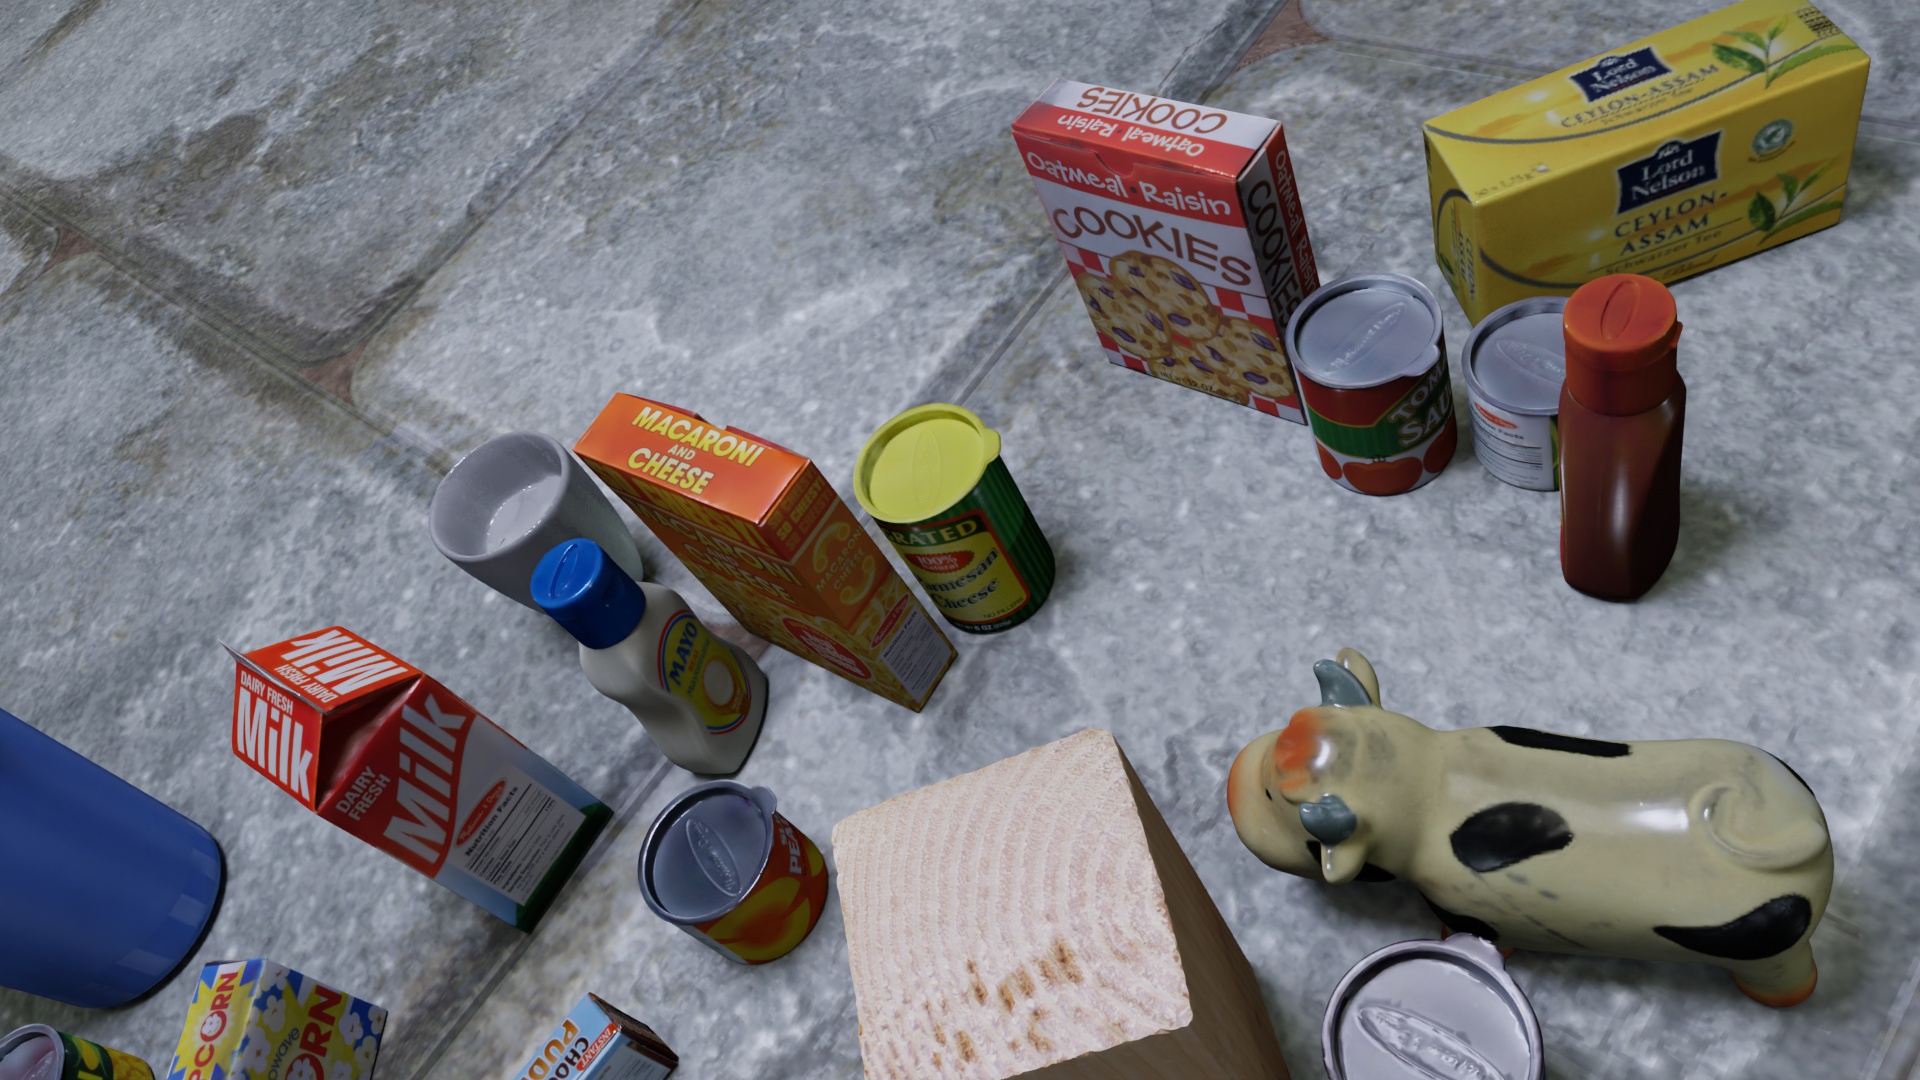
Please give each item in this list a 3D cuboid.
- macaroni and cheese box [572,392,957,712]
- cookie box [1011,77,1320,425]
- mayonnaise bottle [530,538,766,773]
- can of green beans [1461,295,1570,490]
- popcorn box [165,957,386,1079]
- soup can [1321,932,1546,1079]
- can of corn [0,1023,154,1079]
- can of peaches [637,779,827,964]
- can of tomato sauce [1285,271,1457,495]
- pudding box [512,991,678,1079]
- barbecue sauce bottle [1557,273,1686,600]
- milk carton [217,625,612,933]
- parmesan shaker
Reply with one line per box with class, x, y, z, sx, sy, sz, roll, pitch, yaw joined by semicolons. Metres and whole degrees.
macaroni and cheese box;-0.087;0.007;0.649;0.124;0.166;0.040;20;67;34
cookie box;0.106;-0.135;0.662;0.123;0.166;0.040;25;70;36
mayonnaise bottle;-0.144;0.054;0.653;0.041;0.147;0.065;-2;56;24
can of green beans;0.258;-0.064;0.613;0.071;0.057;0.071;-12;52;17
popcorn box;-0.313;0.262;0.620;0.038;0.085;0.127;-12;52;17
soup can;0.162;0.177;0.464;0.071;0.083;0.072;-12;52;17
can of corn;-0.445;0.281;0.684;0.071;0.058;0.071;-12;52;17
can of peaches;-0.099;0.148;0.622;0.071;0.058;0.071;-12;52;17
can of tomato sauce;0.190;-0.069;0.631;0.071;0.082;0.071;-12;52;17
pudding box;-0.167;0.241;0.591;0.030;0.049;0.084;28;72;37
barbecue sauce bottle;0.255;-0.039;0.536;0.044;0.148;0.065;15;64;33
milk carton;-0.254;0.104;0.639;0.072;0.190;0.074;19;66;34
parmesan shaker;0.002;-0.008;0.660;0.071;0.102;0.071;-12;52;17
